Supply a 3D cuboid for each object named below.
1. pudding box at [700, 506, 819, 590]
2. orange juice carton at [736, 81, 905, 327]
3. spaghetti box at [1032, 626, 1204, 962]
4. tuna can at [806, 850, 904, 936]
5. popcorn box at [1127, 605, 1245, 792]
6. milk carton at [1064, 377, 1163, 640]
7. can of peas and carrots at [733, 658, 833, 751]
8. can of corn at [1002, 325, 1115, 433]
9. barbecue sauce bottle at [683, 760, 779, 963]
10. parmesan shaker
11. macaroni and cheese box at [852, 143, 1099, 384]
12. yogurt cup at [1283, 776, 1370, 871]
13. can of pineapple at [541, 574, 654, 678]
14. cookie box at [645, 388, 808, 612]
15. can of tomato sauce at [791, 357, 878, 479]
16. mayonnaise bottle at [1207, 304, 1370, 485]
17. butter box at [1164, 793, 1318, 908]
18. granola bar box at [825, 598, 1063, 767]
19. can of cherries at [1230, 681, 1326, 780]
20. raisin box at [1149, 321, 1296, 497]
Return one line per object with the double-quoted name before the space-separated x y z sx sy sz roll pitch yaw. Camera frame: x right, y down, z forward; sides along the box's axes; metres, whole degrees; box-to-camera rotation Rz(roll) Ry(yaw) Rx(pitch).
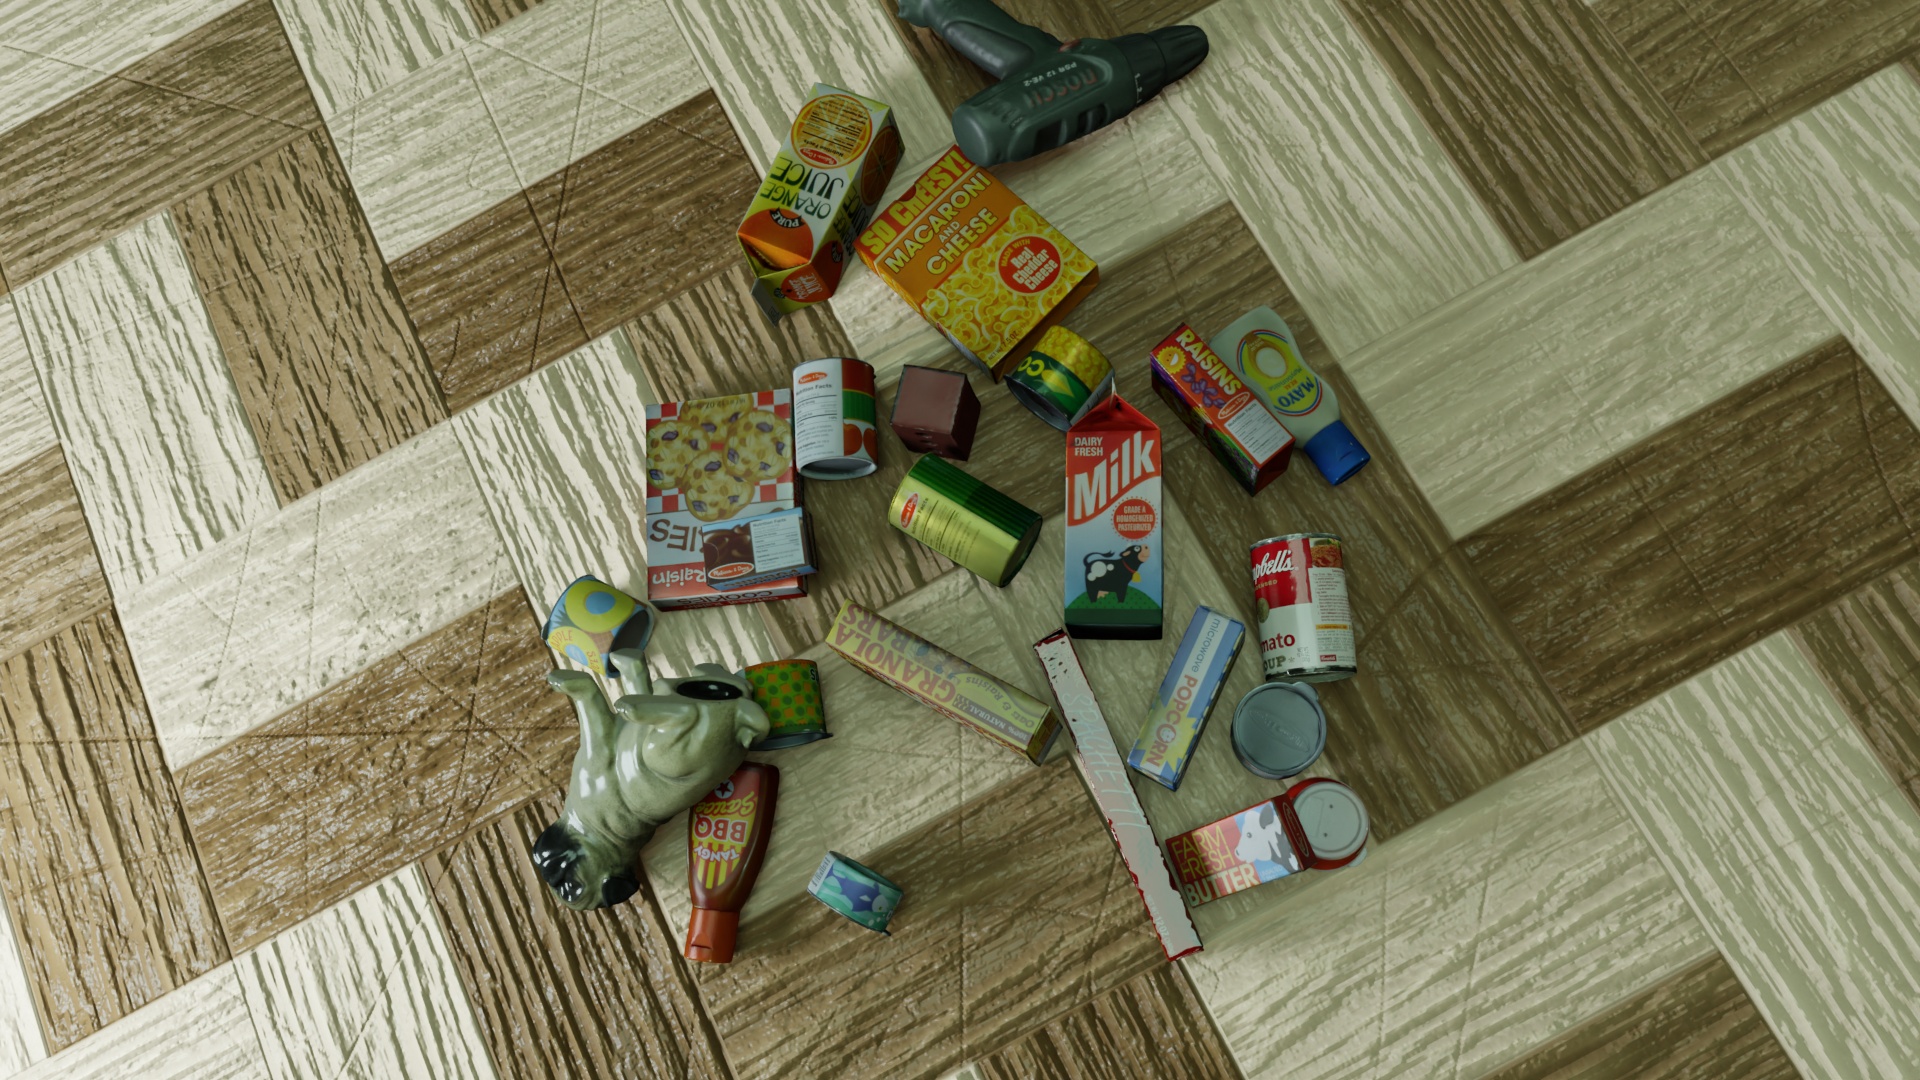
"pudding box" -0.155 0.006 1.071 0.084 0.030 0.050 -11 76 5
"orange juice carton" -0.123 -0.274 1.157 0.073 0.071 0.193 23 80 13
"spaghetti box" 0.114 0.184 1.021 0.029 0.050 0.250 -23 74 1
"tuna can" -0.074 0.259 1.021 0.071 0.071 0.033 27 82 14
"popcorn box" 0.166 0.116 1.012 0.038 0.085 0.127 24 81 14
"milk carton" 0.118 -0.023 1.060 0.073 0.072 0.191 0 76 9
"can of peas and carrots" -0.136 0.126 1.064 0.071 0.071 0.059 -12 75 5
"can of corn" 0.078 -0.129 1.094 0.071 0.071 0.058 37 83 15
"barbecue sauce bottle" -0.179 0.241 1.052 0.065 0.043 0.149 4 77 15
"parmesan shaker" 0.004 -0.014 1.080 0.103 0.071 0.071 30 83 13
"macaroni and cheese box" 0.012 -0.230 1.143 0.124 0.040 0.167 -45 75 -5
"yogurt cup" 0.261 0.202 0.993 0.072 0.054 0.072 -2 76 8
"can of pineapple" -0.285 0.070 1.097 0.058 0.071 0.071 25 81 13
"cookie box" -0.189 -0.032 1.124 0.123 0.040 0.168 -6 74 6
"can of tomato sauce" -0.099 -0.096 1.114 0.071 0.071 0.083 -5 76 7
"mayonnaise bottle" 0.258 -0.110 1.077 0.065 0.041 0.148 -35 74 -3
"butter box" 0.197 0.221 0.984 0.103 0.024 0.053 -33 71 39
"granola bar box" -0.010 0.107 1.019 0.166 0.124 0.039 27 81 14
"can of cherries" 0.232 0.138 1.011 0.071 0.058 0.071 -2 75 9
"raisin box" 0.198 -0.099 1.060 0.040 0.086 0.123 -40 74 0
